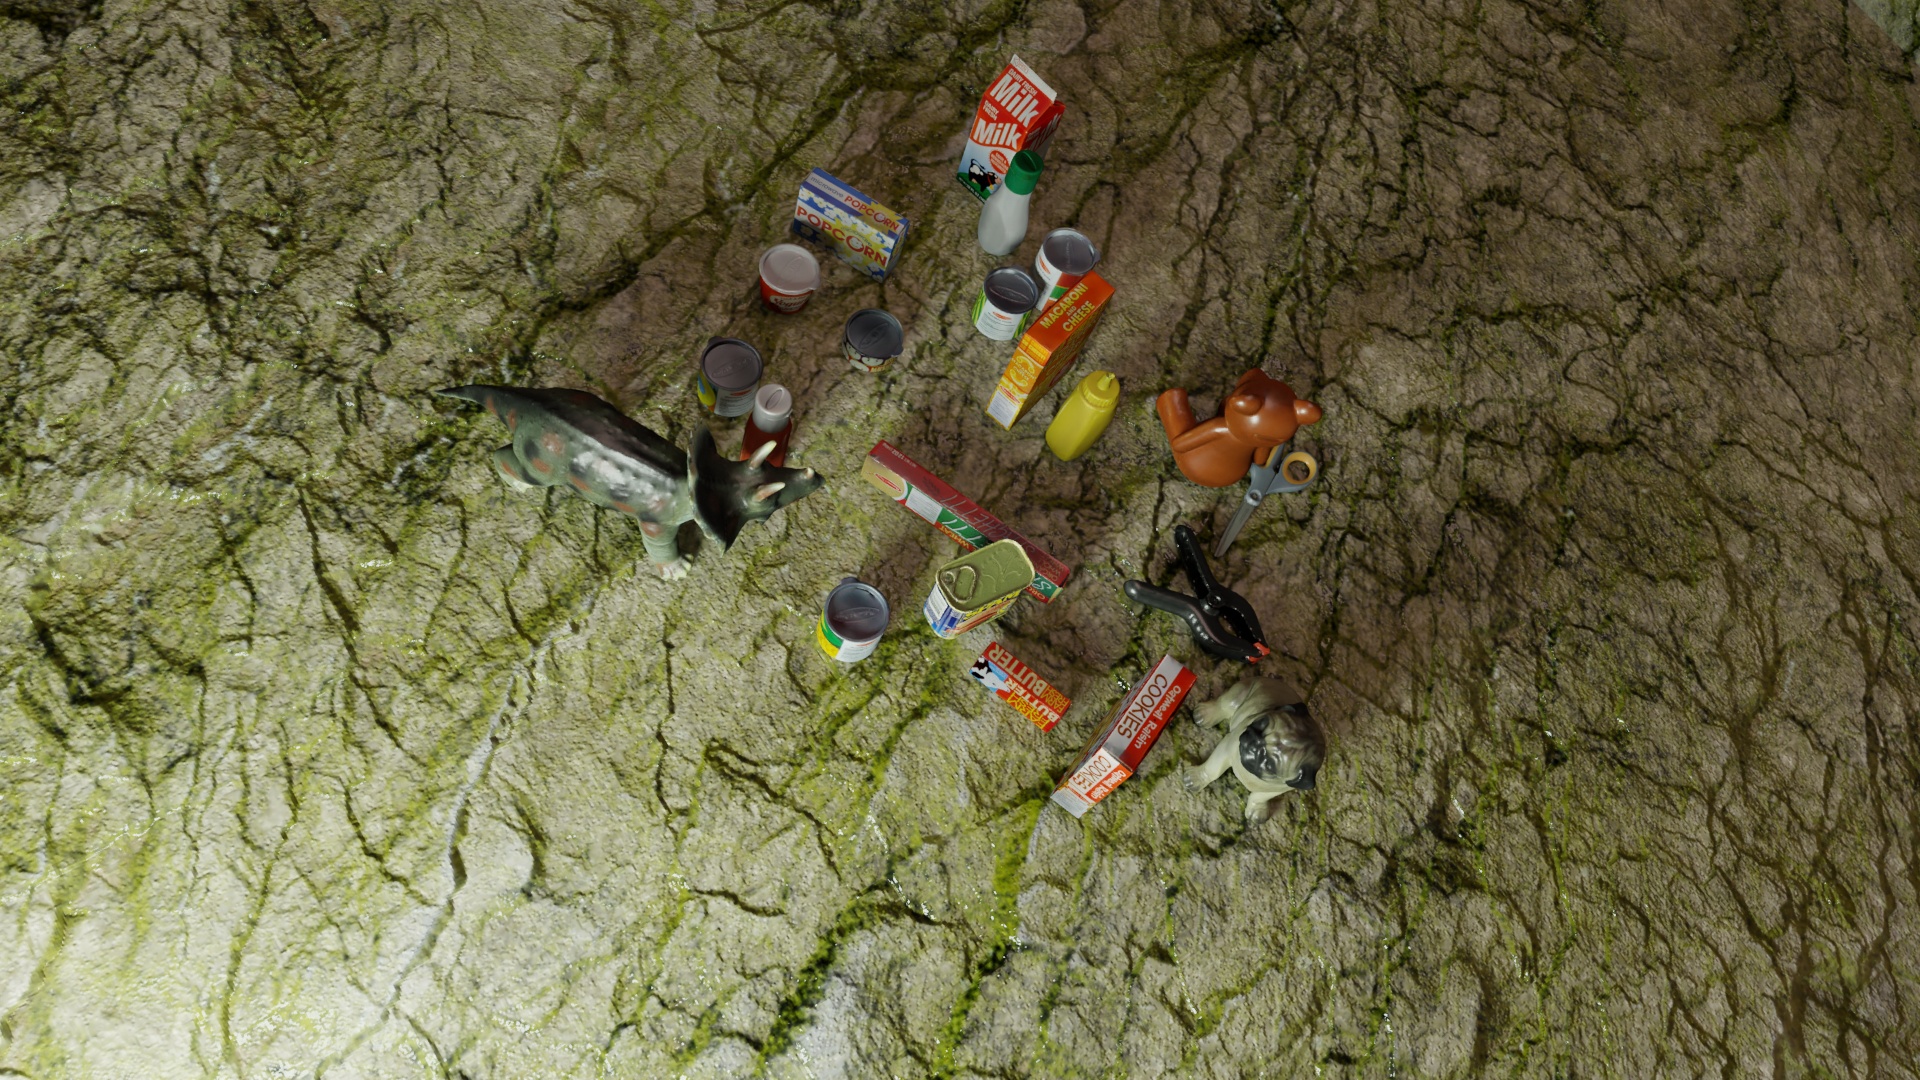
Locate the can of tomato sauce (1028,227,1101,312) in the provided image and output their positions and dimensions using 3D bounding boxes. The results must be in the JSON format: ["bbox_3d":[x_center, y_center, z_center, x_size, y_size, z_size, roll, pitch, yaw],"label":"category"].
[{"bbox_3d":[0.119,-0.317,1.640,0.071,0.082,0.071,6,63,-12],"label":"can of tomato sauce"}]

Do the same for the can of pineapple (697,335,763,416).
[{"bbox_3d":[-0.247,-0.176,1.486,0.071,0.057,0.071,6,63,-12],"label":"can of pineapple"}]

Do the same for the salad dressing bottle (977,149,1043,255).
[{"bbox_3d":[0.060,-0.395,1.625,0.044,0.147,0.064,-20,71,-23],"label":"salad dressing bottle"}]

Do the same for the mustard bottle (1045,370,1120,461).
[{"bbox_3d":[0.141,-0.145,1.516,0.065,0.159,0.049,-35,78,-27],"label":"mustard bottle"}]

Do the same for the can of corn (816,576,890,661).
[{"bbox_3d":[-0.109,0.080,1.396,0.071,0.058,0.071,6,63,-12],"label":"can of corn"}]

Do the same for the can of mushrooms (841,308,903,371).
[{"bbox_3d":[-0.097,-0.224,1.563,0.071,0.033,0.071,6,63,-12],"label":"can of mushrooms"}]

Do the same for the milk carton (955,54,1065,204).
[{"bbox_3d":[0.063,-0.485,1.646,0.072,0.189,0.074,45,62,9],"label":"milk carton"}]

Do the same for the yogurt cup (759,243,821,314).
[{"bbox_3d":[-0.194,-0.291,1.559,0.072,0.053,0.072,6,63,-12],"label":"yogurt cup"}]

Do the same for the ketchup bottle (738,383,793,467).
[{"bbox_3d":[-0.197,-0.106,1.413,0.043,0.148,0.065,30,61,1],"label":"ketchup bottle"}]

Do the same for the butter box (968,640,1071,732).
[{"bbox_3d":[0.061,0.149,1.410,0.103,0.053,0.024,38,61,5],"label":"butter box"}]

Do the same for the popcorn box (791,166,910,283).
[{"bbox_3d":[-0.127,-0.362,1.594,0.127,0.085,0.038,31,61,1],"label":"popcorn box"}]

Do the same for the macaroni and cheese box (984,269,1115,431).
[{"bbox_3d":[0.096,-0.208,1.532,0.040,0.165,0.124,40,62,6],"label":"macaroni and cheese box"}]

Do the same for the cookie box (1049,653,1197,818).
[{"bbox_3d":[0.157,0.192,1.349,0.040,0.166,0.123,37,61,5],"label":"cookie box"}]

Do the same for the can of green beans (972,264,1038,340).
[{"bbox_3d":[0.052,-0.275,1.615,0.071,0.057,0.071,6,63,-12],"label":"can of green beans"}]

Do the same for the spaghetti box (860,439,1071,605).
[{"bbox_3d":[0.005,-0.019,1.480,0.250,0.050,0.029,35,61,3],"label":"spaghetti box"}]
